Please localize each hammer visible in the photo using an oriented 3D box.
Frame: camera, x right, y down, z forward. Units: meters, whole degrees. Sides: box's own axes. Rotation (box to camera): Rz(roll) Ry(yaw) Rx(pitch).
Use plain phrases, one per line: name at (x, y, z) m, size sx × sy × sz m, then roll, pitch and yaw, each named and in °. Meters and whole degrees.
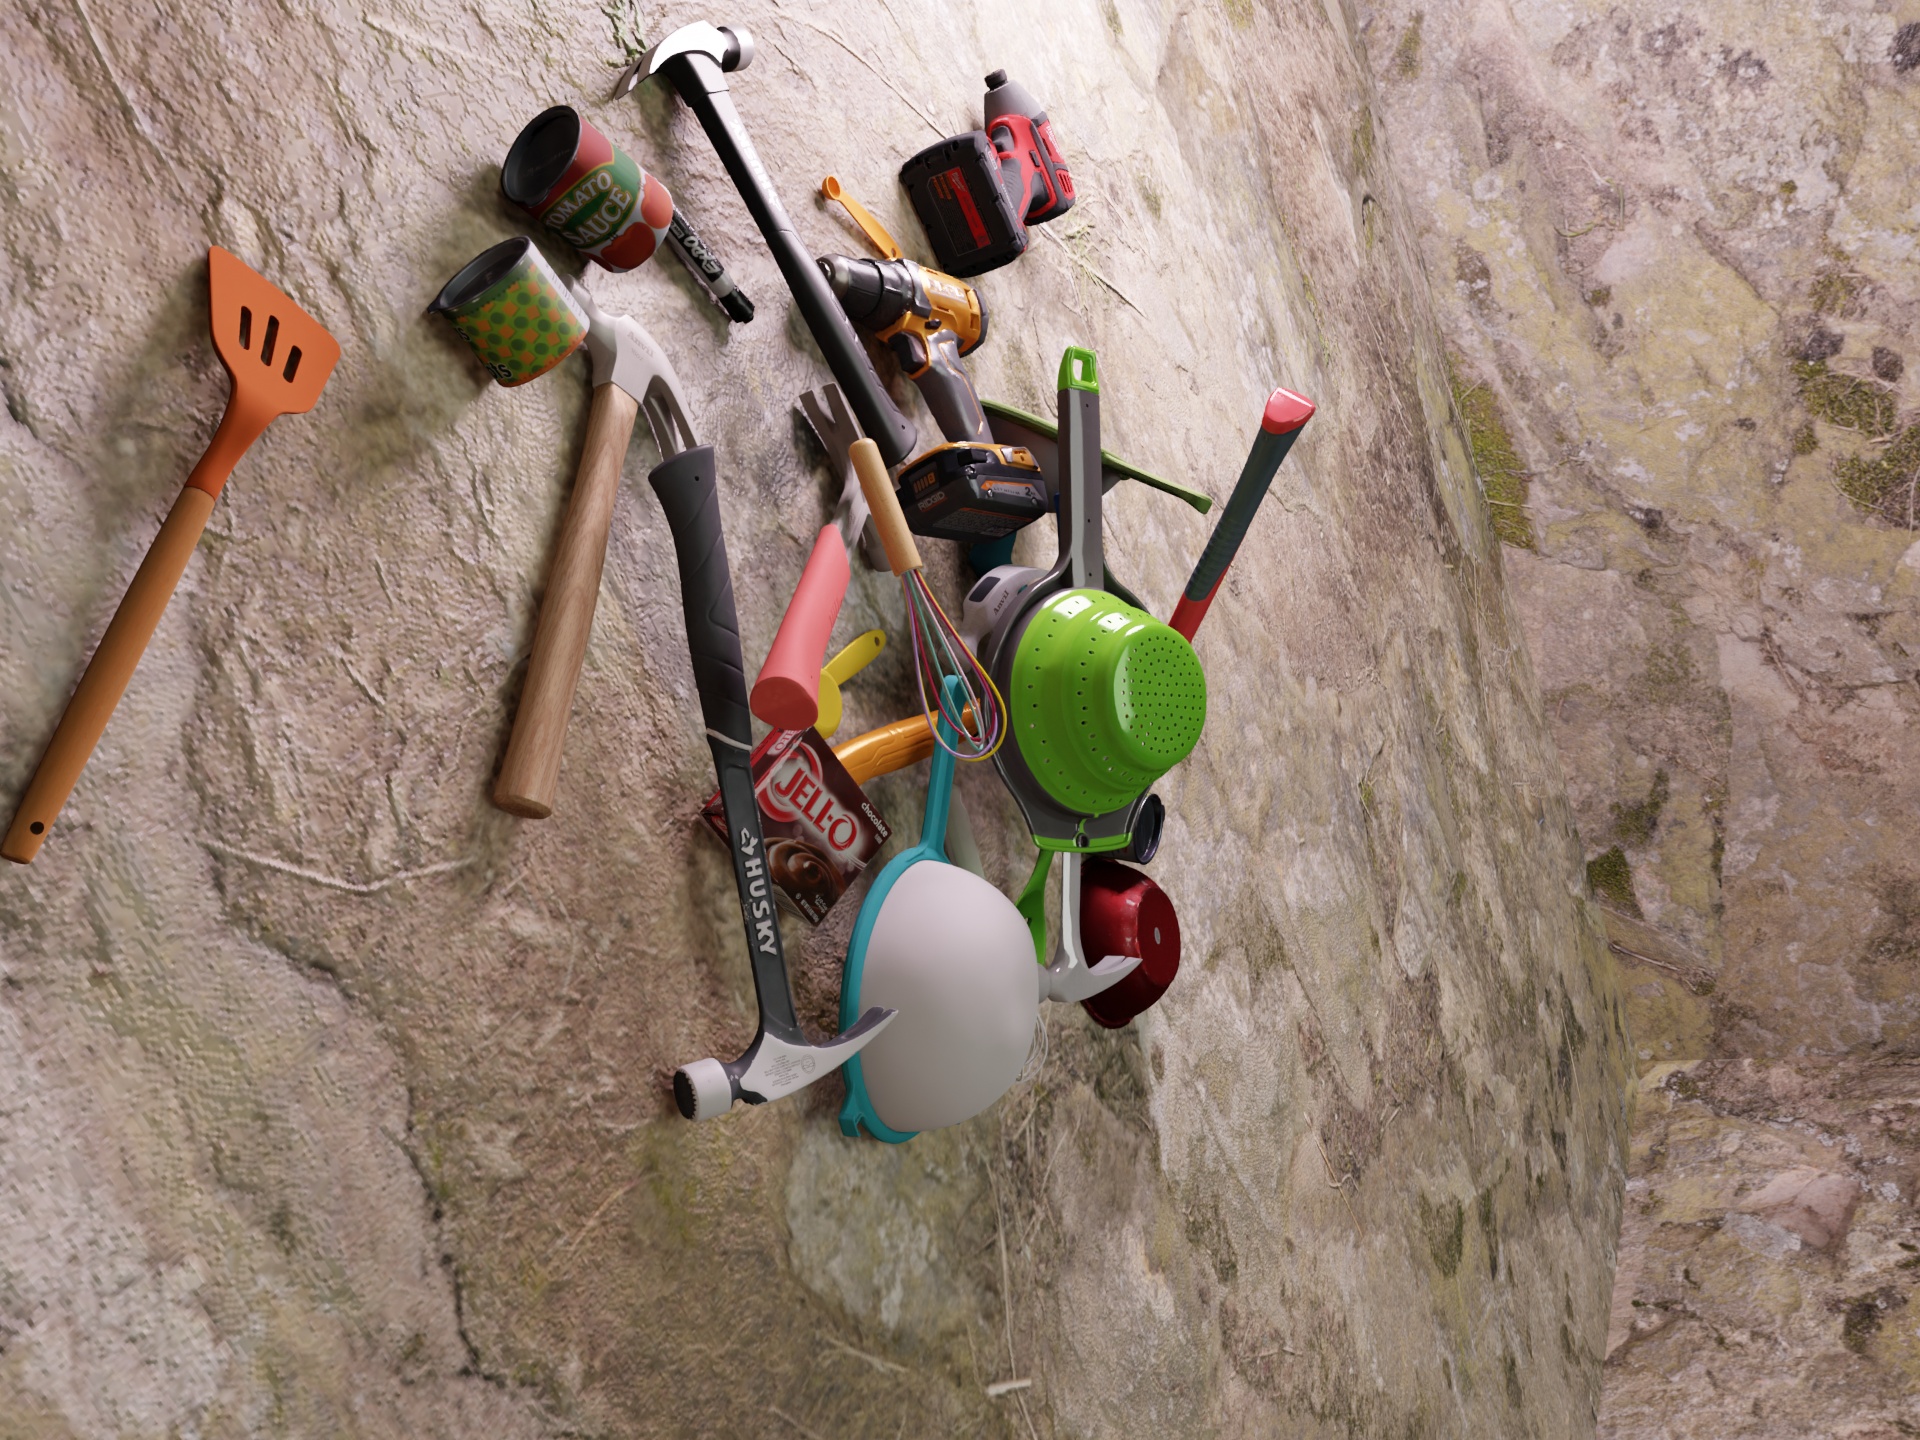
hammer at (0.094, -0.021, 1.419) m, size 0.128 × 0.033 × 0.330 m, roll -60°, pitch 139°, yaw -17°
hammer at (-0.136, 0.031, 0.992) m, size 0.149 × 0.036 × 0.409 m, roll -10°, pitch 92°, yaw -33°
hammer at (0.204, -0.100, 1.349) m, size 0.143 × 0.038 × 0.386 m, roll -20°, pitch 139°, yaw -54°
hammer at (-0.002, -0.004, 1.236) m, size 0.337 × 0.034 × 0.127 m, roll -22°, pitch 120°, yaw -50°
hammer at (-0.093, -0.105, 1.065) m, size 0.359 × 0.037 × 0.149 m, roll -80°, pitch 149°, yaw -61°
hammer at (0.094, 0.021, 1.279) m, size 0.144 × 0.035 × 0.405 m, roll 6°, pitch 84°, yaw -48°
hammer at (-0.227, -0.099, 0.956) m, size 0.129 × 0.031 × 0.331 m, roll 35°, pitch 53°, yaw -48°
hammer at (-0.124, -0.333, 1.134) m, size 0.334 × 0.035 × 0.146 m, roll 62°, pitch 34°, yaw -11°

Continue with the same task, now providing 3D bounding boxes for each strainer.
strainer at (0.009, 0.136, 1.142) m, size 0.210 × 0.095 × 0.340 m, roll 25°, pitch 70°, yaw -64°
strainer at (0.104, -0.199, 1.351) m, size 0.151 × 0.257 × 0.069 m, roll 19°, pitch 100°, yaw -48°

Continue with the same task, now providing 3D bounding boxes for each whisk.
whisk at (-0.025, -0.087, 1.134) m, size 0.051 × 0.047 × 0.245 m, roll -13°, pitch 81°, yaw -62°
whisk at (0.017, 0.169, 1.260) m, size 0.058 × 0.059 × 0.246 m, roll 170°, pitch -95°, yaw -84°

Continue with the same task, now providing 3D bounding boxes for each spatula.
spatula at (0.087, -0.084, 1.437) m, size 0.317 × 0.044 × 0.082 m, roll 50°, pitch 63°, yaw -42°
spatula at (-0.368, -0.082, 0.737) m, size 0.080 × 0.041 × 0.323 m, roll 42°, pitch 52°, yaw -44°

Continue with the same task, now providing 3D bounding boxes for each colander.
colander at (0.119, -0.098, 1.216) m, size 0.204 × 0.094 × 0.397 m, roll 2°, pitch 85°, yaw -40°

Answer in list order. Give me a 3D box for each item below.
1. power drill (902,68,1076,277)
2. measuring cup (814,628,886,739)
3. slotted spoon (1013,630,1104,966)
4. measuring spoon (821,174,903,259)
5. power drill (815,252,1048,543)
power drill at (0.033, -0.499, 1.441) m, size 0.143 × 0.078 × 0.220 m, roll 64°, pitch 33°, yaw -24°
measuring cup at (-0.085, -0.034, 1.161) m, size 0.156 × 0.029 × 0.062 m, roll -45°, pitch 119°, yaw -51°
slotted spoon at (0.083, 0.071, 1.329) m, size 0.070 × 0.031 × 0.314 m, roll 28°, pitch 76°, yaw -56°
measuring spoon at (-0.080, -0.405, 1.297) m, size 0.116 × 0.011 × 0.021 m, roll 33°, pitch 55°, yaw -54°
power drill at (-0.029, -0.261, 1.252) m, size 0.185 × 0.084 × 0.226 m, roll 0°, pitch 70°, yaw -52°
